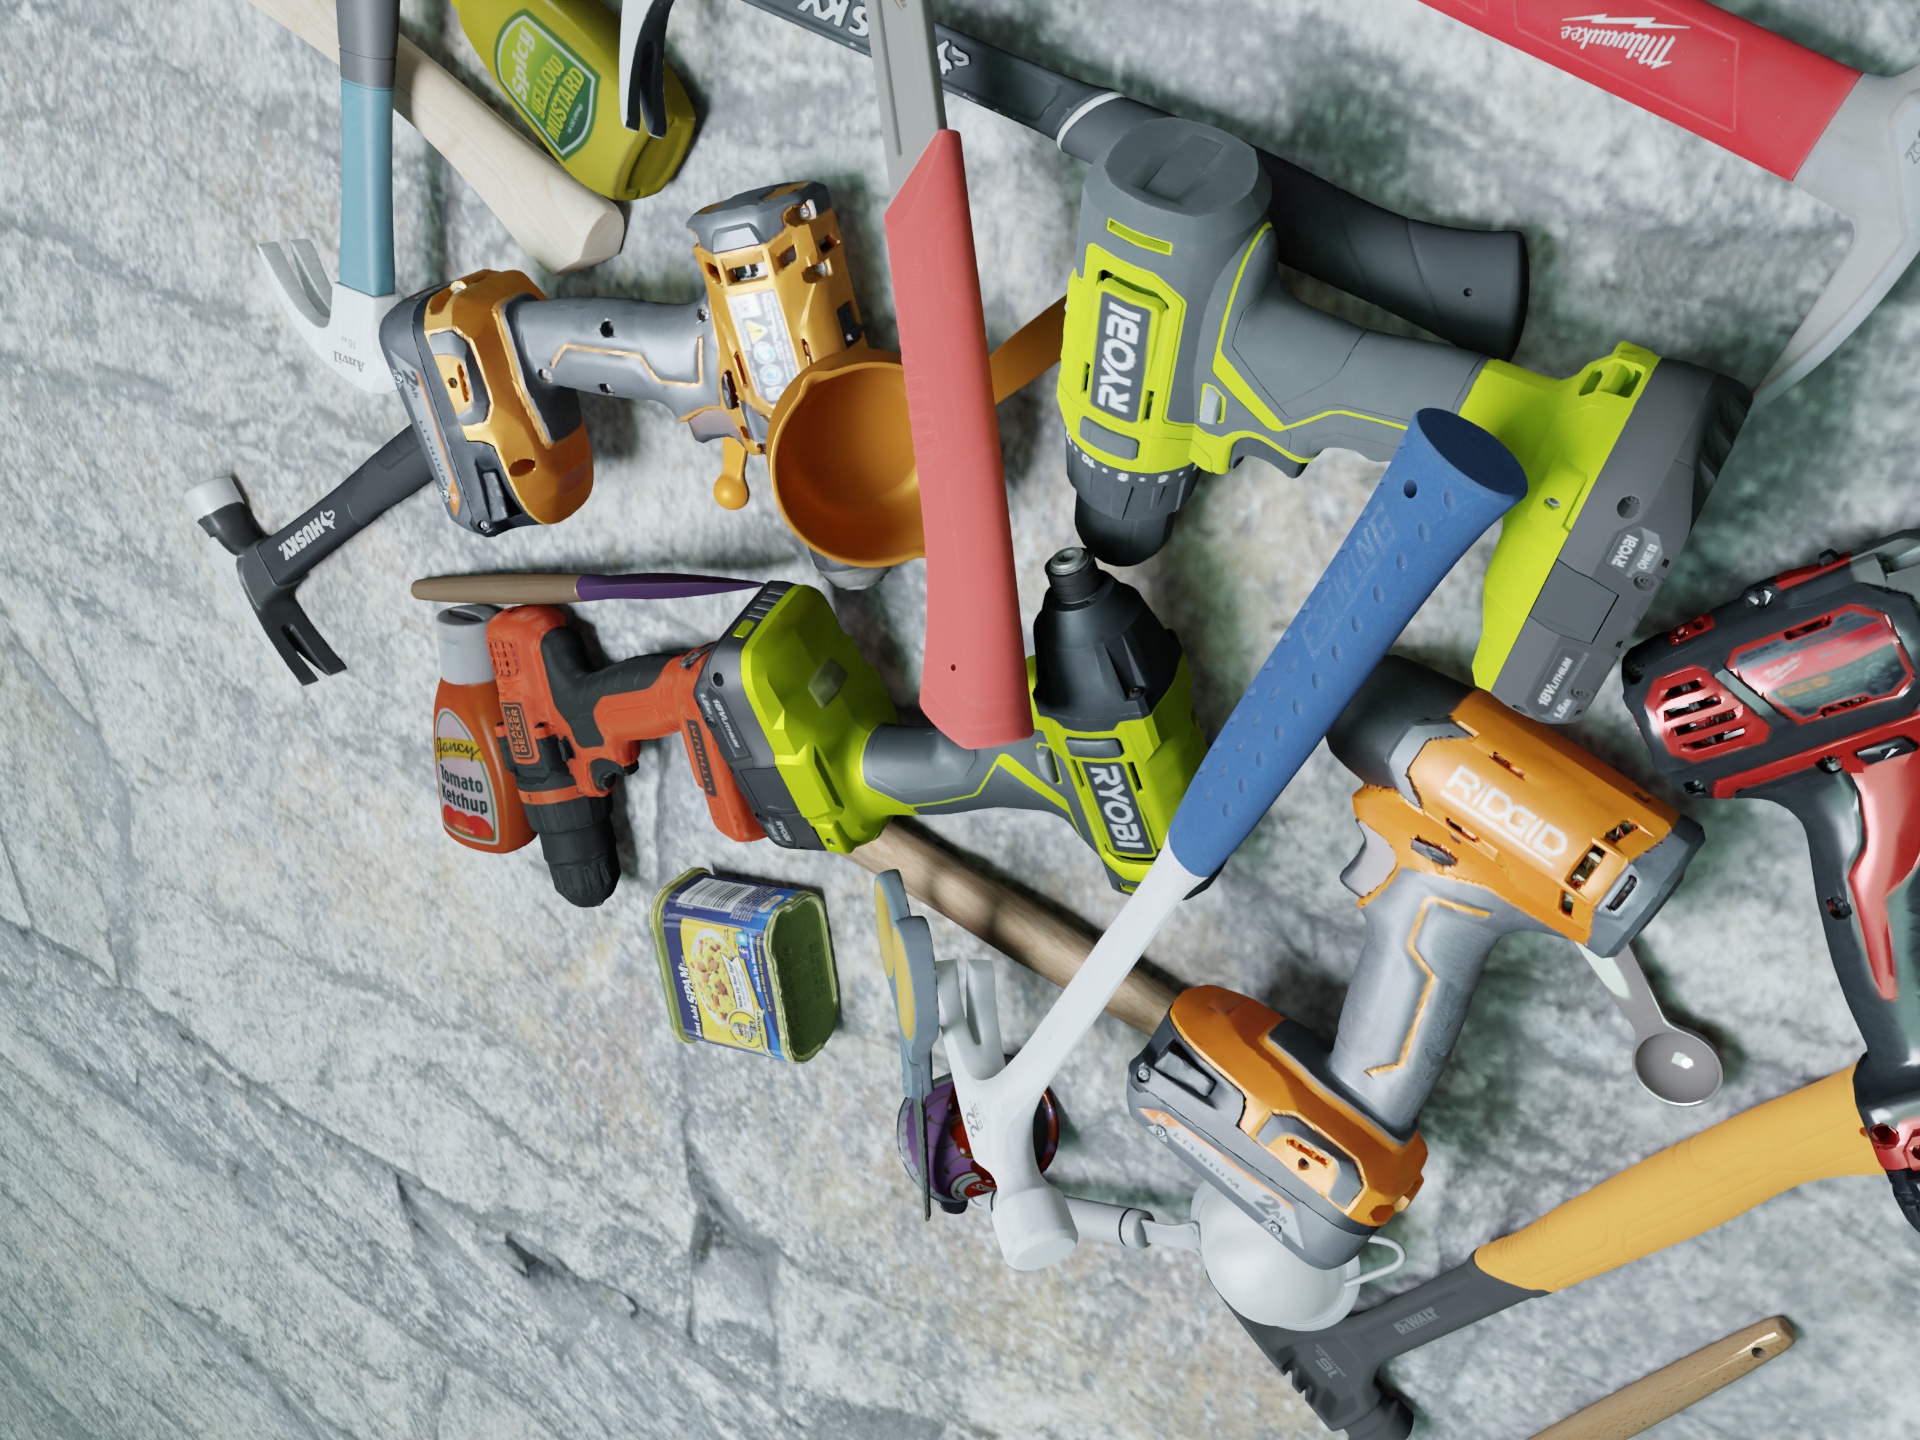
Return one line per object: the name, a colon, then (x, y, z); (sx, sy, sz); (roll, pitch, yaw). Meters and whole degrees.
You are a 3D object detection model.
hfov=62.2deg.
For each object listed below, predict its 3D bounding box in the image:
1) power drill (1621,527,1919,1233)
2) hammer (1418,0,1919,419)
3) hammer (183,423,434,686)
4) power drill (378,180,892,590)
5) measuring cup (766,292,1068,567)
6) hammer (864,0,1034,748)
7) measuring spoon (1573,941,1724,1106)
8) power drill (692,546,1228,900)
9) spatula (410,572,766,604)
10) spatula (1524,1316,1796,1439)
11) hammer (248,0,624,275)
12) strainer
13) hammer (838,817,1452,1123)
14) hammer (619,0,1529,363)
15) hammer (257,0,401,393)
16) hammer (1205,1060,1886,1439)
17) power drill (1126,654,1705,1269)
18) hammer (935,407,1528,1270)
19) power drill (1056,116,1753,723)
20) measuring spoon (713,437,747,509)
power drill: (0.347, 0.040, 0.514); (0.188, 0.080, 0.227); (-26, 87, 32)
hammer: (0.147, -0.255, 0.545); (0.386, 0.038, 0.143); (35, 128, 16)
hammer: (-0.349, -0.131, 0.946); (0.335, 0.035, 0.146); (-21, 97, 39)
power drill: (-0.141, -0.142, 0.756); (0.226, 0.084, 0.185); (-5, 117, 22)
measuring cup: (-0.006, -0.139, 0.678); (0.173, 0.052, 0.095); (-36, 116, 3)
hammer: (-0.002, -0.169, 0.597); (0.149, 0.036, 0.359); (-3, 98, 34)
measuring spoon: (0.268, 0.098, 0.644); (0.034, 0.018, 0.124); (-33, 84, 40)
power drill: (-0.001, -0.002, 0.716); (0.223, 0.080, 0.171); (2, 131, 31)
spatula: (-0.214, -0.072, 0.862); (0.316, 0.059, 0.018); (4, 95, 43)
spatula: (0.263, 0.349, 0.757); (0.082, 0.044, 0.317); (46, 124, 8)
hammer: (-0.324, -0.370, 0.818); (0.411, 0.038, 0.146); (39, 126, 13)
strainer: (0.093, 0.254, 0.784); (0.258, 0.050, 0.087); (-6, 104, 46)
hammer: (0.065, 0.125, 0.782); (0.331, 0.031, 0.130); (29, 124, 21)
hammer: (0.031, -0.237, 0.622); (0.409, 0.036, 0.149); (31, 111, 16)
hammer: (-0.286, -0.323, 0.771); (0.128, 0.033, 0.330); (23, 120, 21)
hammer: (0.255, 0.226, 0.697); (0.127, 0.034, 0.336); (48, 129, 5)
power drill: (0.162, 0.088, 0.645); (0.164, 0.084, 0.226); (38, 112, 21)
hammer: (0.080, 0.052, 0.606); (0.405, 0.035, 0.144); (-63, 37, 41)
power drill: (0.138, -0.093, 0.578); (0.228, 0.080, 0.190); (28, 149, 17)
measuring spoon: (-0.113, -0.157, 0.785); (0.021, 0.011, 0.116); (23, 123, 24)
